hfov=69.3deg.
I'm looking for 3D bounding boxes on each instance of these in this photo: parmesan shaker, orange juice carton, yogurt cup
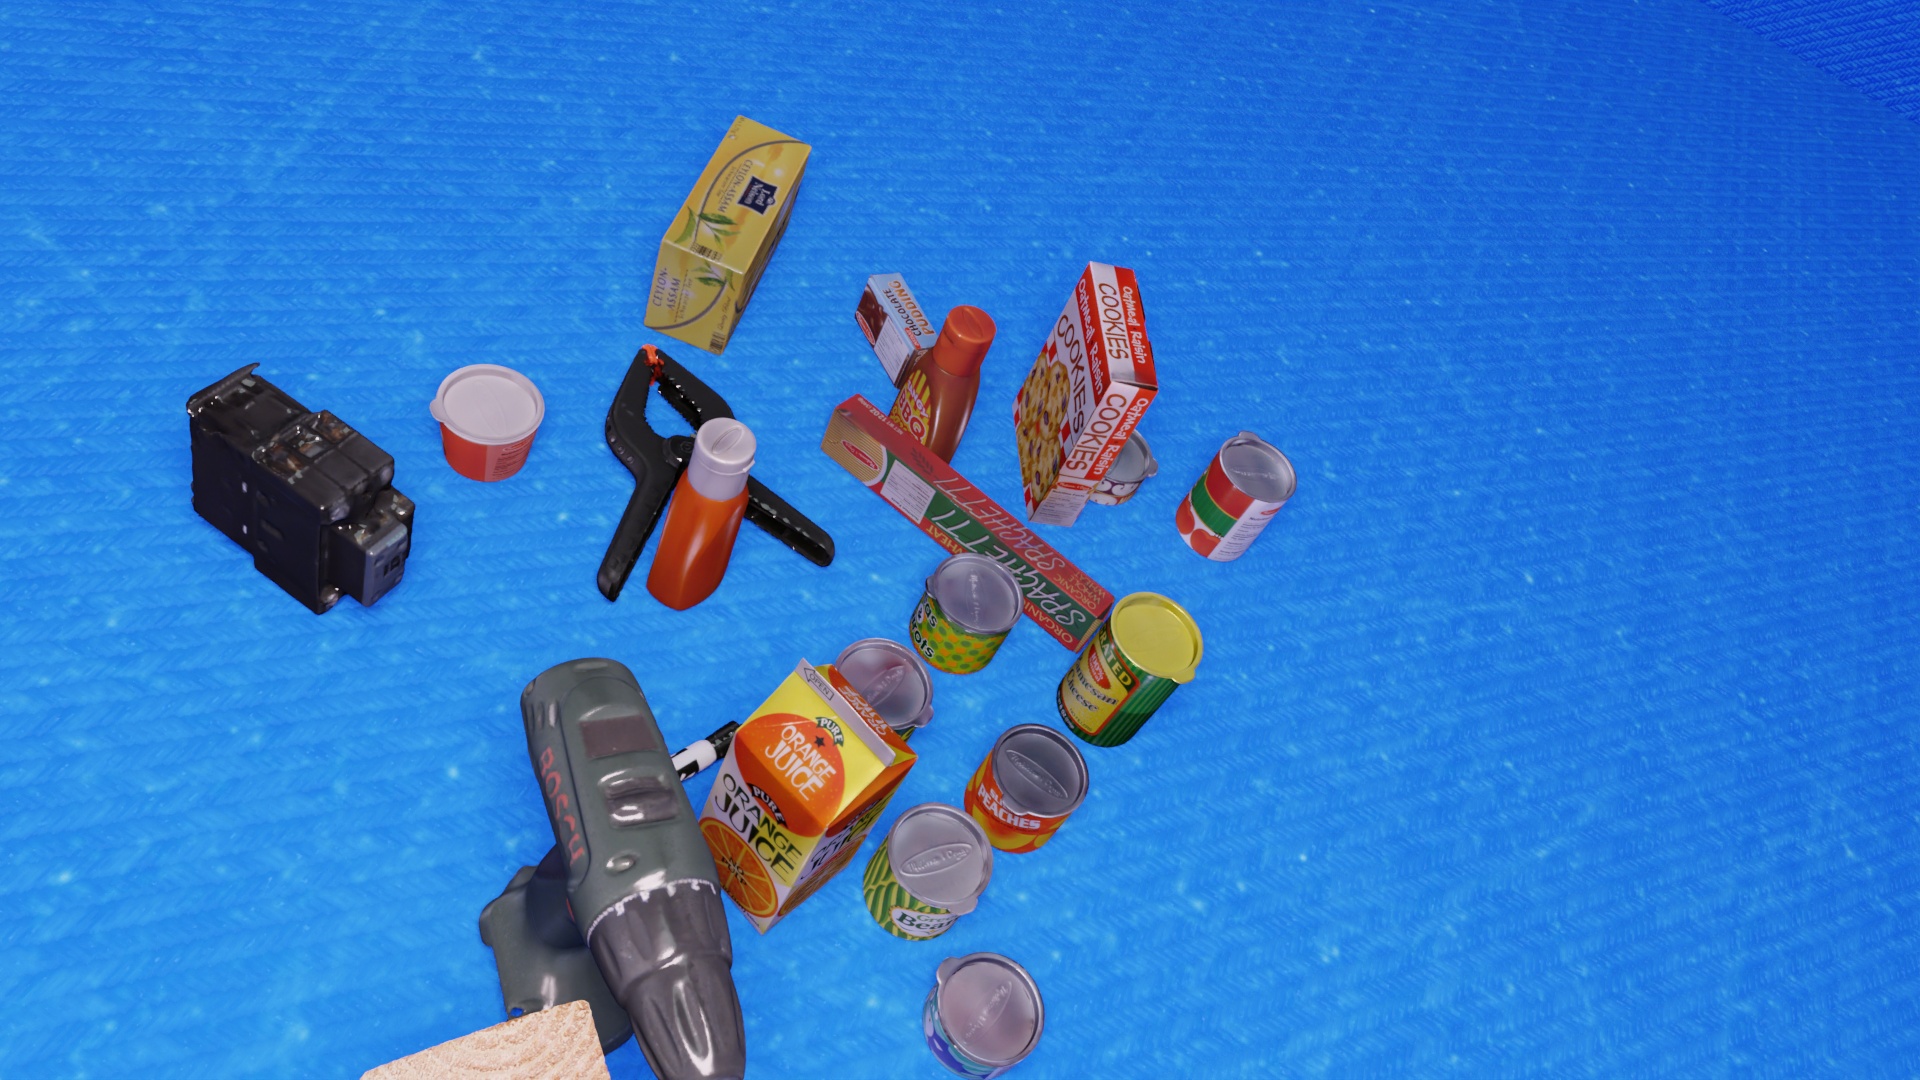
[{"bbox_3d":[0.115,0.093,0.950,0.071,0.102,0.072,12,51,-15],"label":"parmesan shaker"},{"bbox_3d":[-0.086,0.138,0.770,0.072,0.191,0.073,45,51,14],"label":"orange juice carton"},{"bbox_3d":[-0.316,-0.076,0.931,0.072,0.053,0.073,12,51,-15],"label":"yogurt cup"}]

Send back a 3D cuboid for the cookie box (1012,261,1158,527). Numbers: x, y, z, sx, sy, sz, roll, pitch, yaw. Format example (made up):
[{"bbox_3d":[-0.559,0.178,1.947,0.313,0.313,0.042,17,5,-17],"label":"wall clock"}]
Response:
[{"bbox_3d":[0.092,-0.109,1.054,0.040,0.166,0.123,8,52,-18],"label":"cookie box"}]

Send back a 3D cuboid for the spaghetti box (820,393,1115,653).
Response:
[{"bbox_3d":[0.004,-0.013,1.020,0.250,0.050,0.029,39,49,9],"label":"spaghetti box"}]

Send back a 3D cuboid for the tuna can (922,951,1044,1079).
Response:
[{"bbox_3d":[0.011,0.276,0.810,0.071,0.032,0.071,12,51,-15],"label":"tuna can"}]

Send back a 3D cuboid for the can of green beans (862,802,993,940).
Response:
[{"bbox_3d":[-0.021,0.201,0.839,0.071,0.057,0.071,12,51,-15],"label":"can of green beans"}]

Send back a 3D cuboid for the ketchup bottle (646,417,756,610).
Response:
[{"bbox_3d":[-0.162,-0.018,0.888,0.043,0.148,0.065,34,49,4],"label":"ketchup bottle"}]

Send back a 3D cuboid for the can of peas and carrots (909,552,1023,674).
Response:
[{"bbox_3d":[0.001,0.051,0.963,0.071,0.058,0.071,12,51,-15],"label":"can of peas and carrots"}]

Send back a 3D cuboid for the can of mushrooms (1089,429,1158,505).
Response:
[{"bbox_3d":[0.121,-0.062,1.119,0.071,0.033,0.071,12,51,-15],"label":"can of mushrooms"}]

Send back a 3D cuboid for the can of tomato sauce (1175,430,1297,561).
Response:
[{"bbox_3d":[0.217,-0.034,1.105,0.071,0.082,0.071,12,51,-15],"label":"can of tomato sauce"}]

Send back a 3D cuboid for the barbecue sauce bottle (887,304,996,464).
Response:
[{"bbox_3d":[-0.014,-0.109,1.022,0.044,0.147,0.065,-11,60,-30],"label":"barbecue sauce bottle"}]

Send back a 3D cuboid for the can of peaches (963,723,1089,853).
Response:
[{"bbox_3d":[0.040,0.162,0.895,0.071,0.057,0.071,12,51,-15],"label":"can of peaches"}]

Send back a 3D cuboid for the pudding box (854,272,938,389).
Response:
[{"bbox_3d":[-0.051,-0.170,1.119,0.030,0.049,0.084,-14,61,-31],"label":"pudding box"}]

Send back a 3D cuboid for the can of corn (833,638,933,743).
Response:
[{"bbox_3d":[-0.056,0.108,0.896,0.071,0.058,0.071,12,51,-15],"label":"can of corn"}]
